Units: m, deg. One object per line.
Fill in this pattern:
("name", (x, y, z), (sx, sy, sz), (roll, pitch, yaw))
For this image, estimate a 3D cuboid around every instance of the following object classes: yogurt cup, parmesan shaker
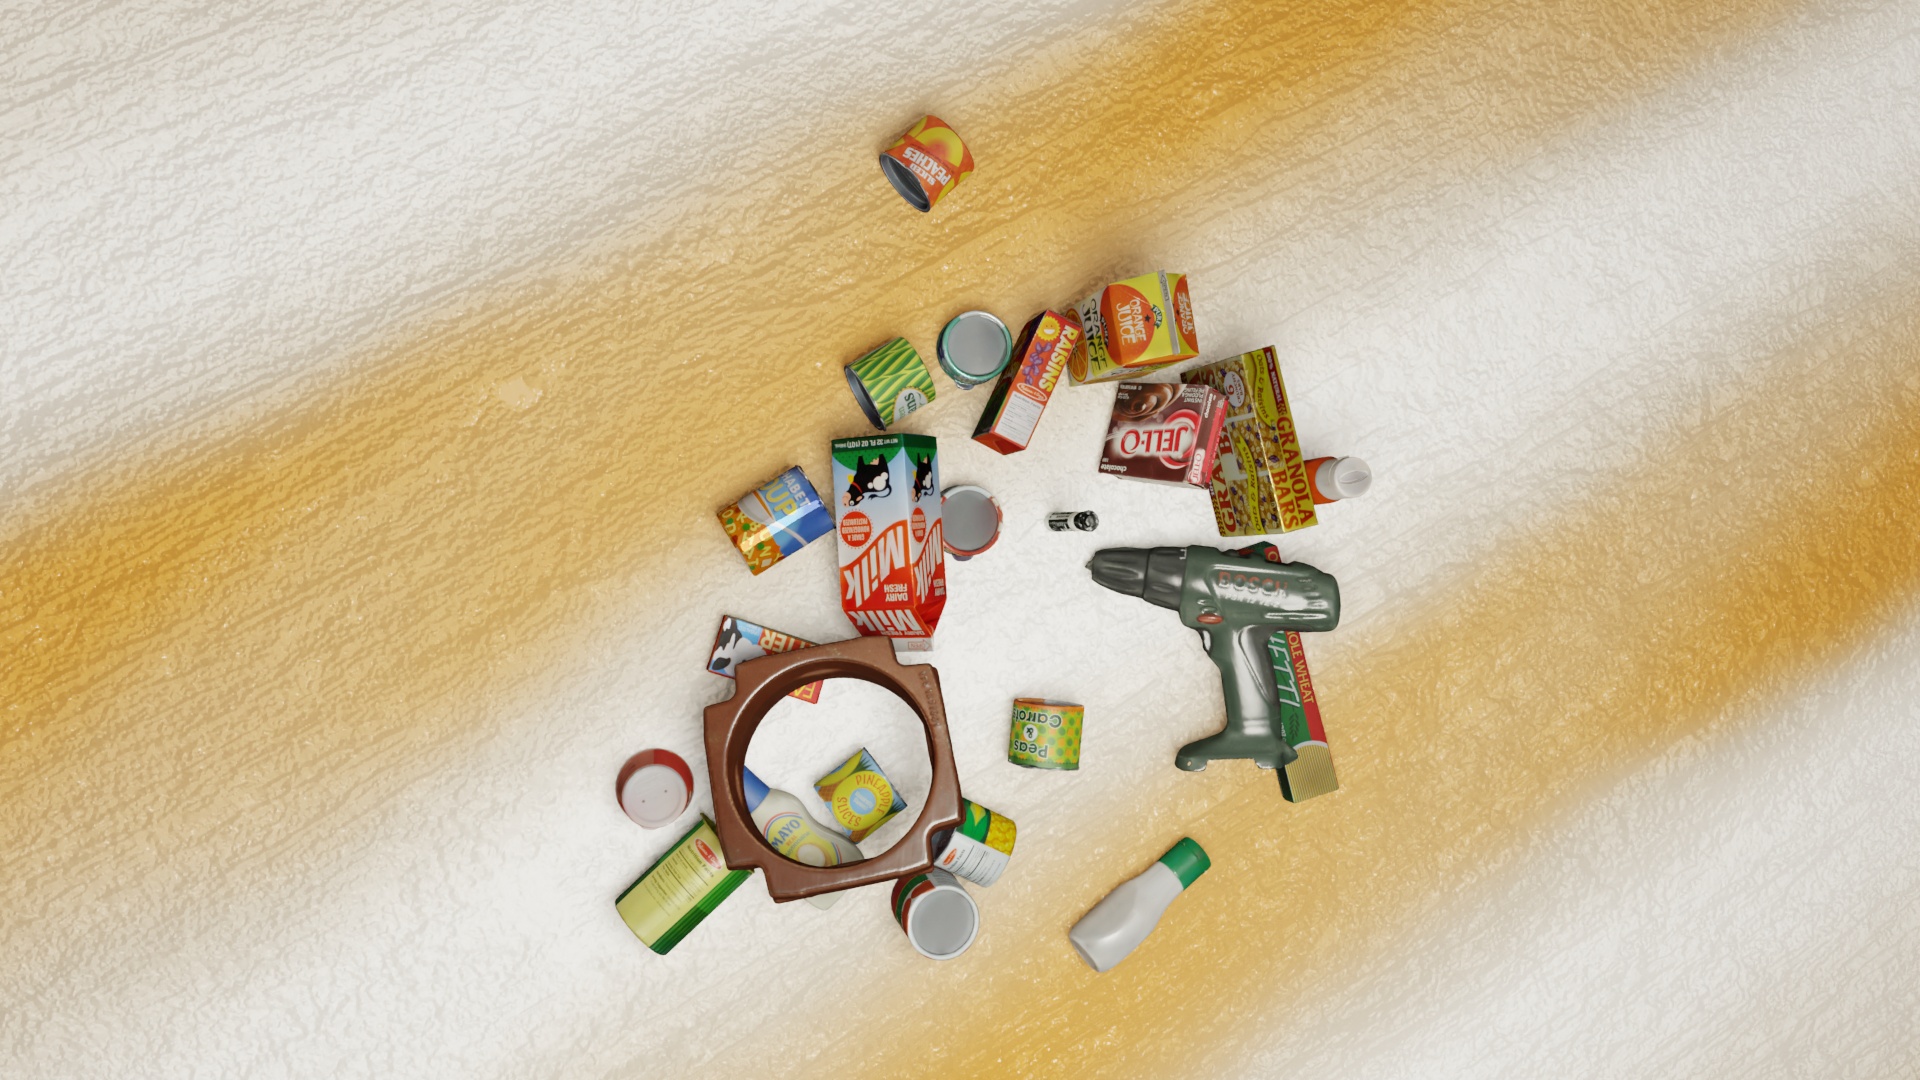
("yogurt cup", (-0.264, 0.217, 1.200), (0.072, 0.054, 0.072), (0, 89, -12))
("parmesan shaker", (-0.240, 0.296, 1.200), (0.103, 0.071, 0.071), (-42, 98, -8))

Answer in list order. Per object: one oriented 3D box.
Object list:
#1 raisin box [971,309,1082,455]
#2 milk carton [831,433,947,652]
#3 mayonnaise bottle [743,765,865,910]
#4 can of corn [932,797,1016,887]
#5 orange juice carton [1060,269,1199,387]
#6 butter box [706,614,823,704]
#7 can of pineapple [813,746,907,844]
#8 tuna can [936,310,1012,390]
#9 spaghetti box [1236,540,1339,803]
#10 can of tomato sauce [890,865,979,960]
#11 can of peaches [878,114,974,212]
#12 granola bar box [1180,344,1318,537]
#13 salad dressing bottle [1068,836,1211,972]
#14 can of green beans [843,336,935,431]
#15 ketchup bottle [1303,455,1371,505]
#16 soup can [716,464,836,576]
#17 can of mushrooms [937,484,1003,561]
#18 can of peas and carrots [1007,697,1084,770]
("raisin box", (0.060, -0.141, 1.256), (0.040, 0.086, 0.123), (26, 85, -9))
("milk carton", (-0.061, 0.004, 1.223), (0.072, 0.073, 0.190), (-3, 90, 23))
("mayonnaise bottle", (-0.155, 0.258, 1.229), (0.148, 0.041, 0.065), (44, 83, -9))
("can of corn", (0.010, 0.270, 1.254), (0.058, 0.071, 0.071), (27, 84, -11))
("orange juice carton", (0.152, -0.185, 1.222), (0.073, 0.192, 0.071), (-10, 91, -13))
("butter box", (-0.169, 0.106, 1.236), (0.103, 0.024, 0.053), (19, 86, -11))
("can of pineapple", (-0.088, 0.226, 1.229), (0.058, 0.071, 0.071), (-36, 97, -9))
("tuna can", (0.012, -0.174, 1.274), (0.071, 0.033, 0.071), (0, 89, -12))
("spaghetti box", (0.307, 0.126, 1.335), (0.050, 0.028, 0.249), (-15, 93, -11))
("can of tomato sauce", (-0.024, 0.331, 1.235), (0.071, 0.083, 0.071), (0, 89, -12))
("can of peaches", (-0.029, -0.339, 1.247), (0.058, 0.071, 0.071), (-44, 98, -10))
("granola bar box", (0.263, -0.087, 1.279), (0.039, 0.124, 0.165), (-15, 92, -16))
("salad dressing bottle", (0.169, 0.336, 1.290), (0.148, 0.064, 0.044), (-37, 105, -17))
("can of green beans", (-0.063, -0.141, 1.240), (0.058, 0.071, 0.071), (-30, 96, -11))
("ketchup bottle", (0.327, -0.054, 1.280), (0.065, 0.148, 0.043), (-15, 92, -12))
("soup can", (-0.163, -0.019, 1.216), (0.084, 0.071, 0.071), (-32, 96, -10))
("can of mushrooms", (0.005, -0.016, 1.270), (0.071, 0.033, 0.071), (0, 89, -13))
("can of peas and carrots", (0.077, 0.176, 1.265), (0.071, 0.071, 0.058), (6, 88, -12))
